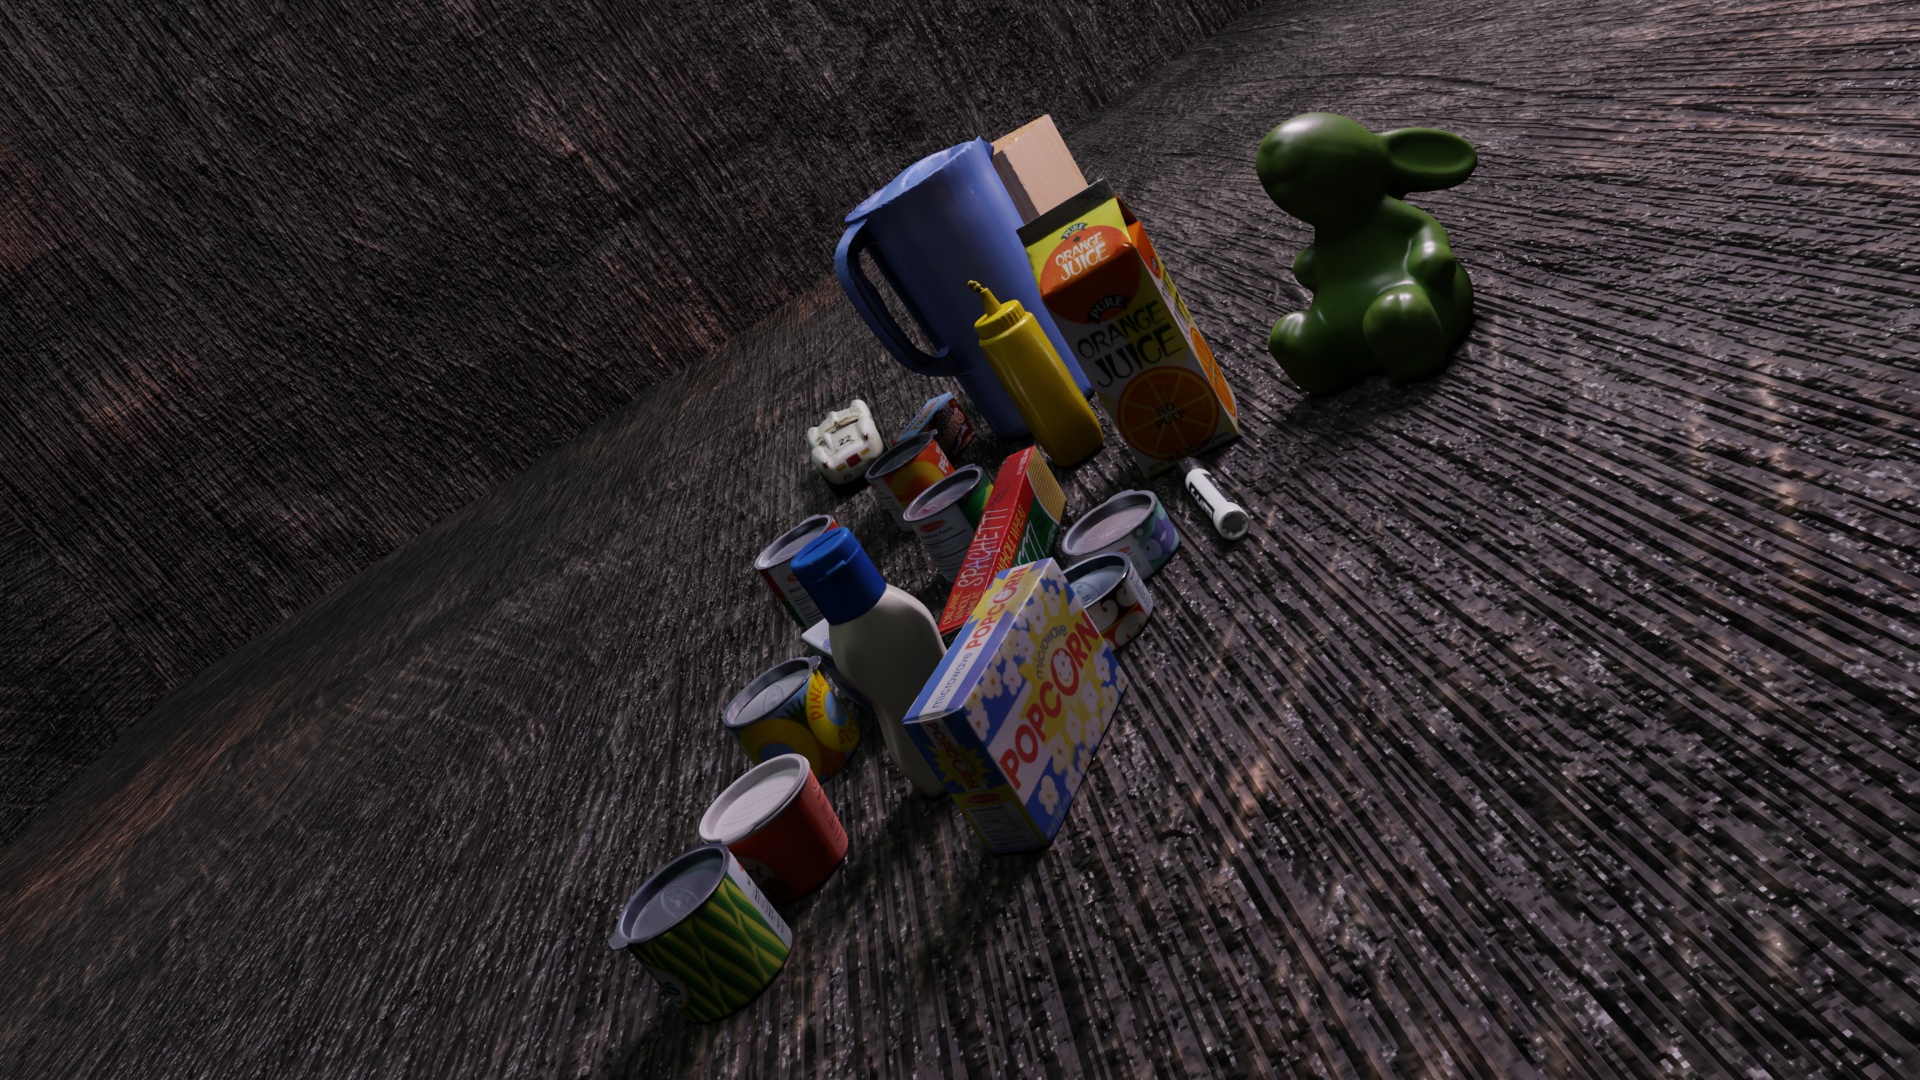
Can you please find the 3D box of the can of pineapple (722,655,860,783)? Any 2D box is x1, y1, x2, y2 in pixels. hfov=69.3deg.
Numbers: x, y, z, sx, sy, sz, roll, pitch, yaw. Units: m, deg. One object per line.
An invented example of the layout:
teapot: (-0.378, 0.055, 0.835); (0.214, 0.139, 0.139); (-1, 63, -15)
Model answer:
can of pineapple: (-0.101, 0.113, 0.852); (0.071, 0.057, 0.071); (-29, 18, 11)

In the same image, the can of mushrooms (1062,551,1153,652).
can of mushrooms: (0.073, 0.040, 0.794); (0.071, 0.033, 0.071); (-29, 19, 11)

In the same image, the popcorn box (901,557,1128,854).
popcorn box: (0.030, 0.079, 0.681); (0.038, 0.085, 0.127); (-19, 22, 36)

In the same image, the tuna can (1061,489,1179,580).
tuna can: (0.099, 0.000, 0.854); (0.071, 0.032, 0.071); (-29, 19, 11)

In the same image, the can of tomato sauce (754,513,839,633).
can of tomato sauce: (-0.099, 0.032, 1.015); (0.071, 0.083, 0.071); (-29, 18, 11)

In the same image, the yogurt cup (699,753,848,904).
yogurt cup: (-0.097, 0.156, 0.742); (0.072, 0.054, 0.072); (-29, 18, 11)

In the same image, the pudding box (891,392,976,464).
pudding box: (-0.024, -0.093, 1.264); (0.030, 0.049, 0.084); (-19, 23, 37)

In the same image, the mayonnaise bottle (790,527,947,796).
mayonnaise bottle: (-0.034, 0.061, 0.730); (0.065, 0.147, 0.041); (-35, 18, -8)

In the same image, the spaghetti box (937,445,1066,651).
spaghetti box: (0.032, 0.012, 0.905); (0.028, 0.050, 0.251); (-25, 20, 23)

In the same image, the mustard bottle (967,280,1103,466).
mustard bottle: (0.053, -0.133, 1.066); (0.049, 0.160, 0.065); (-34, 18, -2)

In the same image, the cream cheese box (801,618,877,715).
cream cheese box: (-0.063, 0.082, 0.877); (0.024, 0.053, 0.104); (-38, 19, -16)

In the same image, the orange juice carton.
orange juice carton: (0.115, -0.146, 0.947); (0.071, 0.192, 0.073); (-26, 19, 20)

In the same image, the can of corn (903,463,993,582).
can of corn: (0.004, -0.013, 1.001); (0.071, 0.058, 0.071); (-29, 18, 11)

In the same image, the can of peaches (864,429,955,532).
can of peaches: (-0.035, -0.050, 1.158); (0.071, 0.058, 0.071); (-29, 18, 11)

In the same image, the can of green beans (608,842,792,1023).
can of green beans: (-0.126, 0.194, 0.686); (0.071, 0.057, 0.071); (-29, 18, 11)
